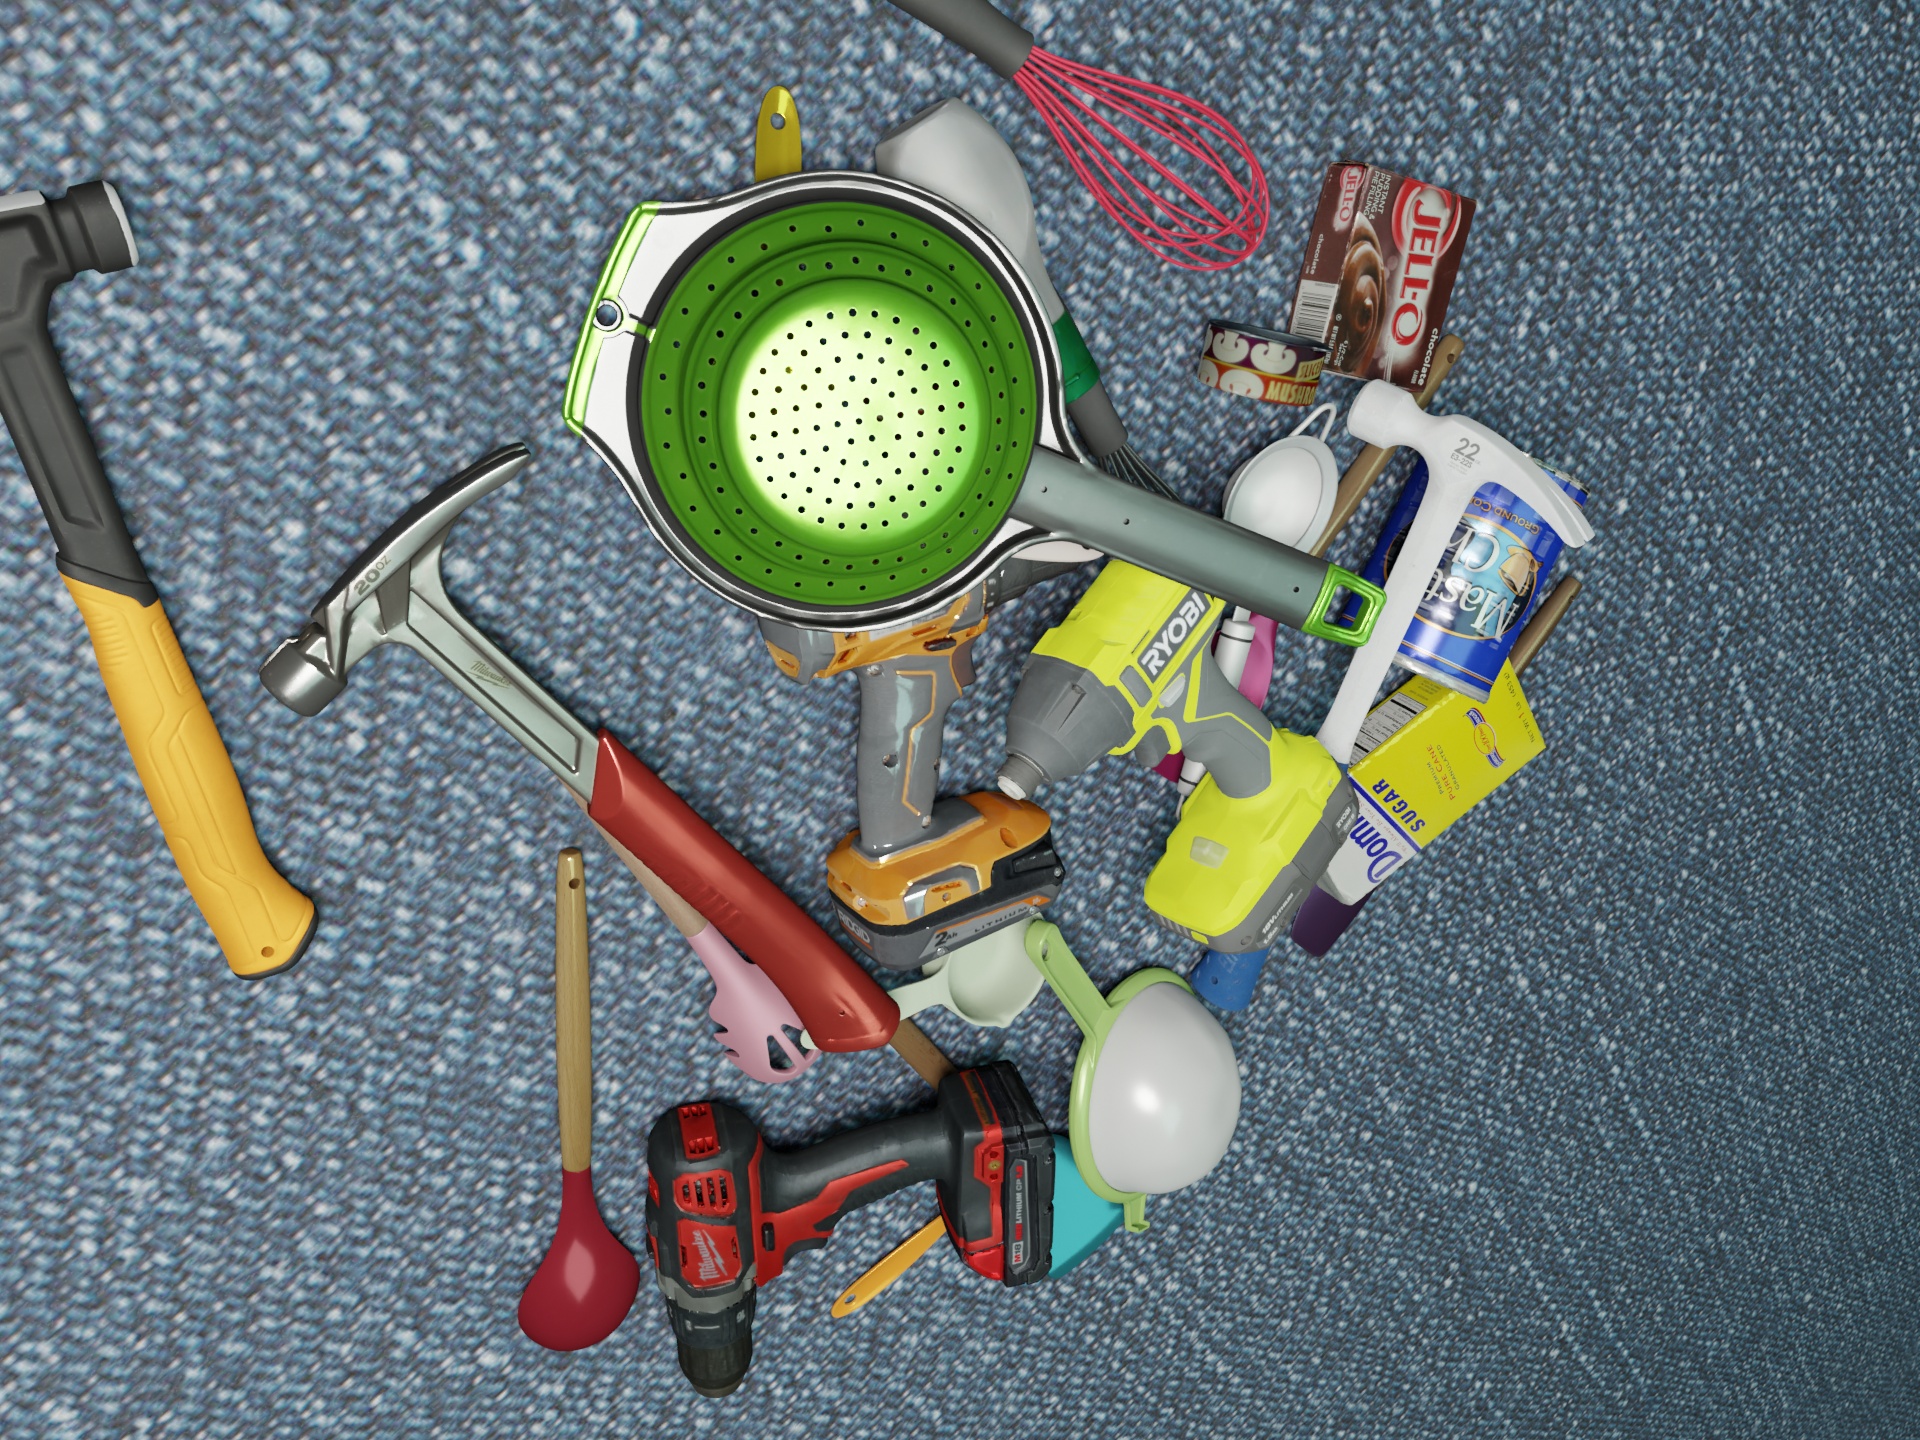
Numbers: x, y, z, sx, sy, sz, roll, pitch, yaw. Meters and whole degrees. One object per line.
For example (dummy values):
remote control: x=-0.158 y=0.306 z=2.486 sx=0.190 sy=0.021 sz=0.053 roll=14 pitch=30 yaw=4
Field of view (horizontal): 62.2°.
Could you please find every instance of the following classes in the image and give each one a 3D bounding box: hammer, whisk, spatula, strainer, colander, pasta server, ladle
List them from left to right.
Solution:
hammer: x=-0.342 y=-0.032 z=0.638 sx=0.127 sy=0.034 sz=0.336 roll=-23 pitch=121 yaw=-23
ladle: x=-0.203 y=0.212 z=0.842 sx=0.069 sy=0.031 sz=0.315 roll=-8 pitch=113 yaw=-29
pasta server: x=-0.153 y=0.085 z=0.817 sx=0.060 sy=0.040 sz=0.316 roll=-38 pitch=122 yaw=-12
hammer: x=-0.141 y=0.041 z=0.760 sx=0.149 sy=0.037 sz=0.358 roll=-44 pitch=120 yaw=-2
spatula: x=0.005 y=0.232 z=0.969 sx=0.082 sy=0.044 sz=0.317 roll=-42 pitch=126 yaw=-6
colander: x=0.027 y=-0.105 z=0.698 sx=0.397 sy=0.094 sz=0.204 roll=19 pitch=100 yaw=-14
whisk: x=0.041 y=-0.300 z=0.746 sx=0.295 sy=0.073 sz=0.073 roll=25 pitch=97 yaw=-31
whisk: x=0.076 y=-0.146 z=0.844 sx=0.055 sy=0.055 sz=0.238 roll=-40 pitch=122 yaw=-11
strainer: x=0.115 y=0.203 z=0.971 sx=0.151 sy=0.069 sz=0.256 roll=-59 pitch=137 yaw=-27
strainer: x=0.161 y=-0.061 z=0.926 sx=0.086 sy=0.050 sz=0.258 roll=4 pitch=106 yaw=-38
hammer: x=0.228 y=0.014 z=0.946 sx=0.035 sy=0.144 sz=0.405 roll=-23 pitch=139 yaw=-49
spatula: x=0.329 y=0.030 z=1.096 sx=0.059 sy=0.018 sz=0.316 roll=37 pitch=90 yaw=-37

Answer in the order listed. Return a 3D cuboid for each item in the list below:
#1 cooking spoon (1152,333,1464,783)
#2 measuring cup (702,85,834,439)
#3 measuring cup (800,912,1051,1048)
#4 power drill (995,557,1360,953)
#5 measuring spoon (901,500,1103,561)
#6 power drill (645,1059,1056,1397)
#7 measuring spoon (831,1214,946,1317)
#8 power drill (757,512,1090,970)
cooking spoon: x=0.209 y=-0.100 z=0.962 sx=0.068 sy=0.017 sz=0.319 roll=35 pitch=90 yaw=-22
measuring cup: x=-0.089 y=-0.207 z=0.730 sx=0.062 sy=0.029 sz=0.156 roll=-1 pitch=100 yaw=-27
measuring cup: x=-0.025 y=0.148 z=0.906 sx=0.167 sy=0.038 sz=0.083 roll=-17 pitch=112 yaw=-30
power drill: x=0.116 y=0.020 z=0.851 sx=0.171 sy=0.080 sz=0.223 roll=-52 pitch=129 yaw=-15
measuring spoon: x=0.026 y=-0.093 z=0.784 sx=0.124 sy=0.018 sz=0.034 roll=1 pitch=74 yaw=-32
power drill: x=-0.065 y=0.295 z=0.916 sx=0.226 sy=0.080 sz=0.187 roll=-6 pitch=115 yaw=-15
measuring spoon: x=-0.037 y=0.338 z=1.013 sx=0.117 sy=0.011 sz=0.021 roll=-39 pitch=127 yaw=-7
power drill: x=-0.001 y=-0.003 z=0.840 sx=0.185 sy=0.084 sz=0.226 roll=-21 pitch=116 yaw=-25
